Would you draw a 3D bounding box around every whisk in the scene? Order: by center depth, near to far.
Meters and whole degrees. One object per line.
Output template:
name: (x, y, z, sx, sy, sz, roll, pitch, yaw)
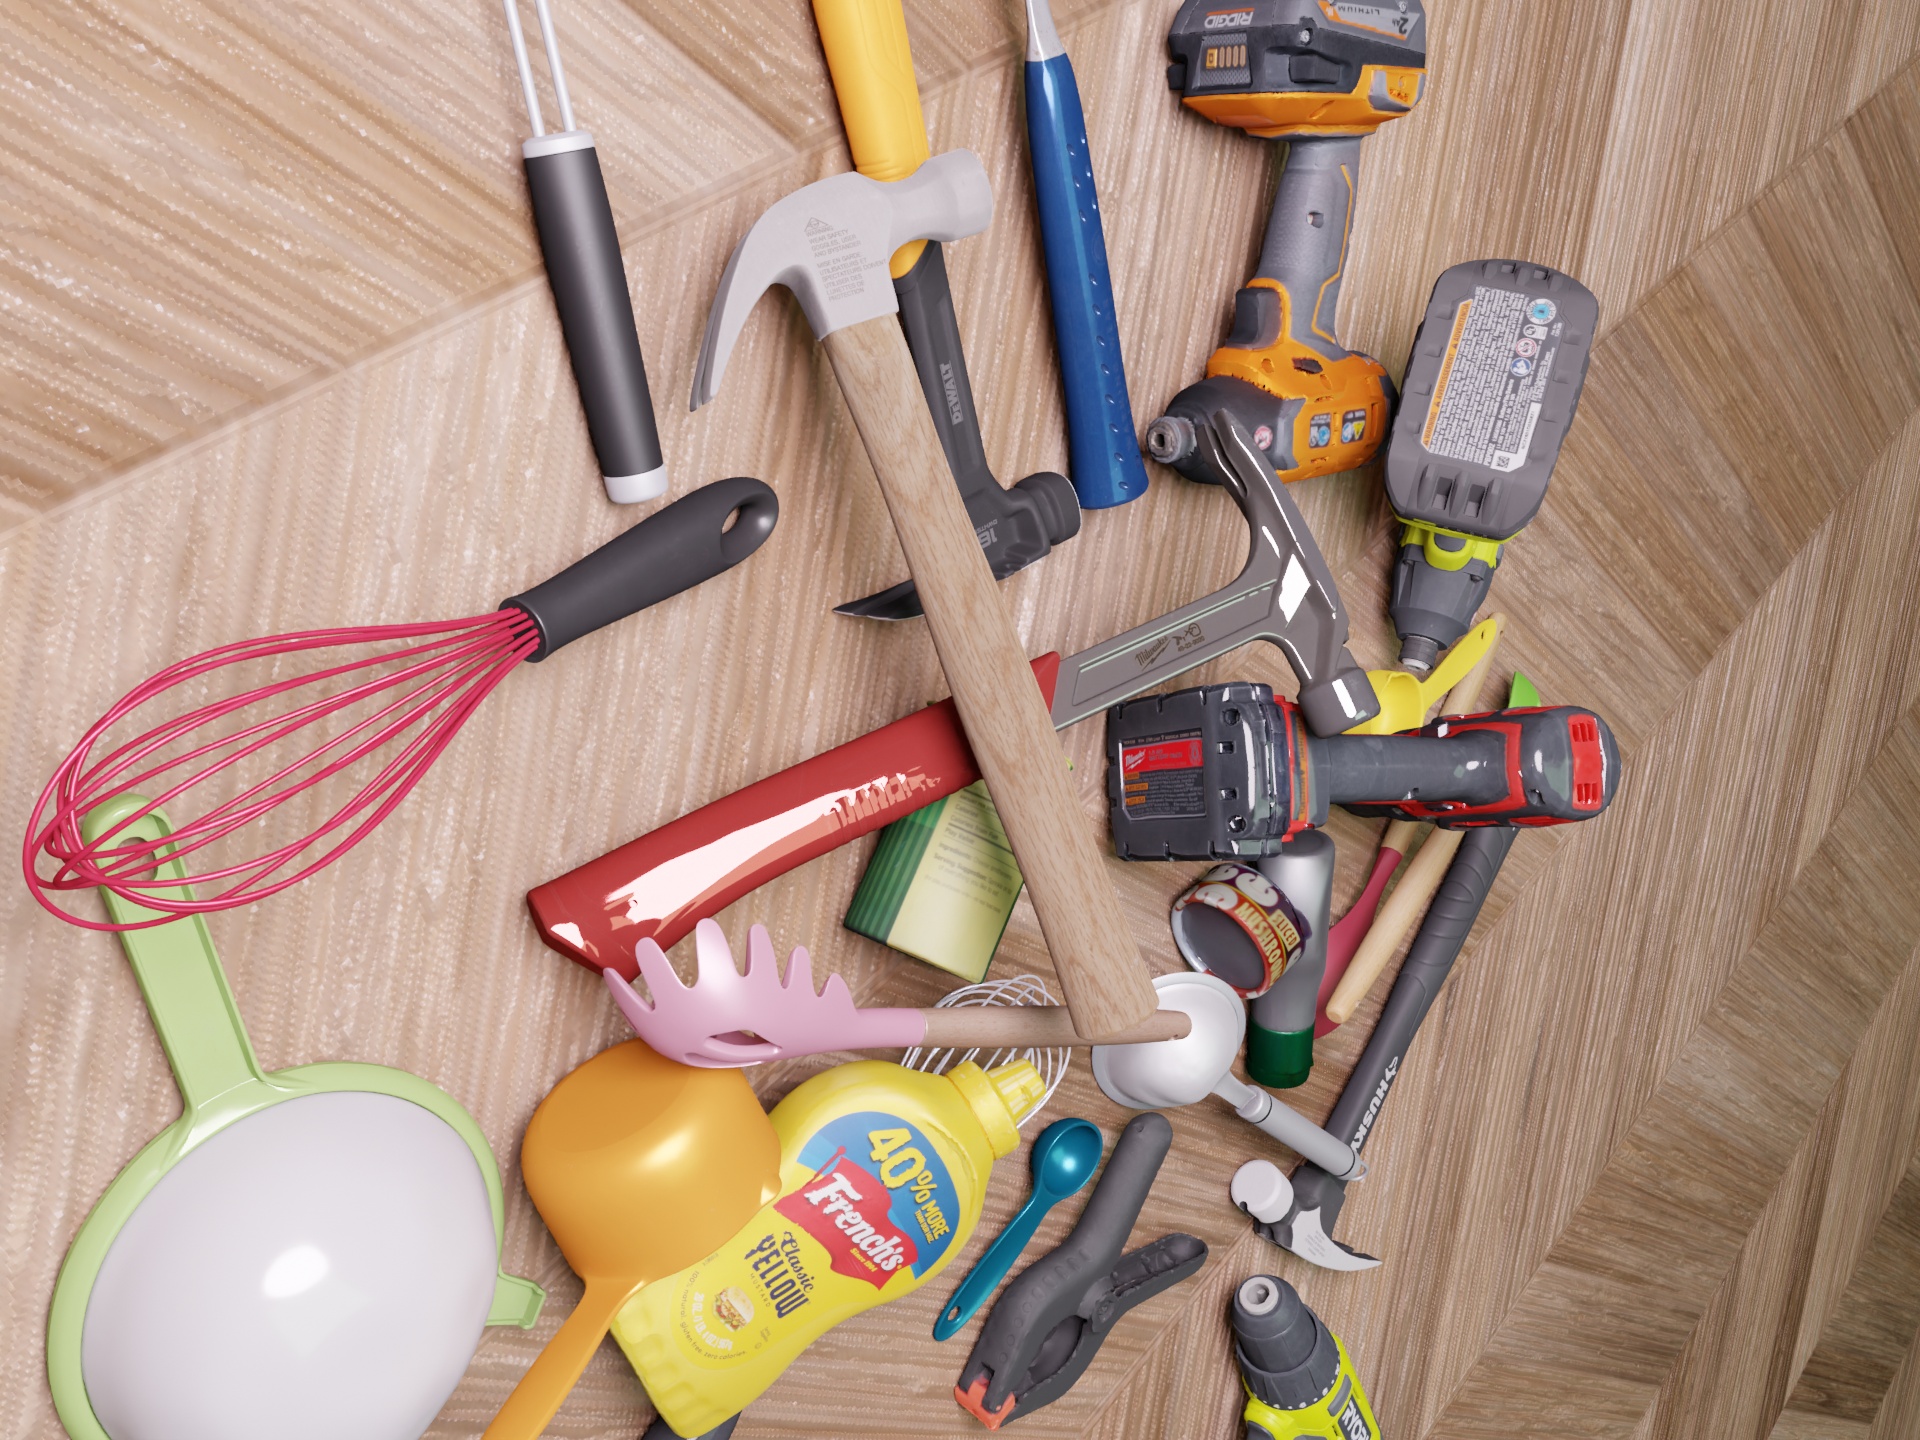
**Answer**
whisk: (-0.155, -0.022, 0.510, 0.296, 0.073, 0.073, -38, 124, -46)
whisk: (-0.050, 0.222, 0.685, 0.285, 0.070, 0.070, -49, 128, -20)

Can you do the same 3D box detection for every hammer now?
hammer: (0.001, -0.036, 0.589, 0.130, 0.031, 0.331, -23, 97, -20)
hammer: (-0.030, -0.207, 0.621, 0.127, 0.034, 0.336, -32, 119, -37)
hammer: (-0.001, -0.002, 0.633, 0.359, 0.036, 0.149, -24, 85, -21)
hammer: (0.030, -0.278, 0.641, 0.144, 0.035, 0.405, -55, 139, -53)
hammer: (0.284, 0.190, 1.013, 0.146, 0.035, 0.335, 48, 66, -38)

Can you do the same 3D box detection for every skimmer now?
skimmer: (-0.136, -0.234, 0.473, 0.127, 0.090, 0.363, -12, 114, -8)

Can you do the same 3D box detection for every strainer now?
strainer: (-0.212, 0.145, 0.496, 0.151, 0.069, 0.256, -27, 118, -37)
strainer: (0.156, 0.205, 0.862, 0.087, 0.050, 0.258, -47, 126, 8)

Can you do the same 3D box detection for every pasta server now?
pasta server: (-0.003, 0.117, 0.644, 0.316, 0.060, 0.040, 11, 49, -47)

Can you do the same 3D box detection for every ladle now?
ladle: (0.276, 0.060, 0.984, 0.315, 0.031, 0.069, -60, 137, -19)

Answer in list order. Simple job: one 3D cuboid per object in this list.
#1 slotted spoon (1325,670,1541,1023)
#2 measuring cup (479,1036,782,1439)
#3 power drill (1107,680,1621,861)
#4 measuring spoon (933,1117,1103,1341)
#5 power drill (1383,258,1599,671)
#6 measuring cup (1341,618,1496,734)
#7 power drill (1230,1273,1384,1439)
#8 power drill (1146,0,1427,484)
slotted spoon: (0.296, 0.073, 0.971, 0.314, 0.031, 0.070, -46, 142, -36)
measuring cup: (-0.129, 0.175, 0.546, 0.174, 0.095, 0.052, -56, 132, -54)
power drill: (0.186, 0.028, 0.805, 0.226, 0.188, 0.080, 0, 85, -24)
measuring spoon: (0.023, 0.249, 0.790, 0.128, 0.021, 0.042, -51, 130, -12)
power drill: (0.270, -0.128, 0.847, 0.223, 0.080, 0.171, 45, 62, -72)
measuring cup: (0.279, -0.025, 0.968, 0.156, 0.029, 0.062, -36, 122, -36)
power drill: (0.158, 0.450, 0.920, 0.228, 0.080, 0.190, -49, 129, -29)
power drill: (0.150, -0.224, 0.761, 0.164, 0.084, 0.226, -18, 115, -41)
